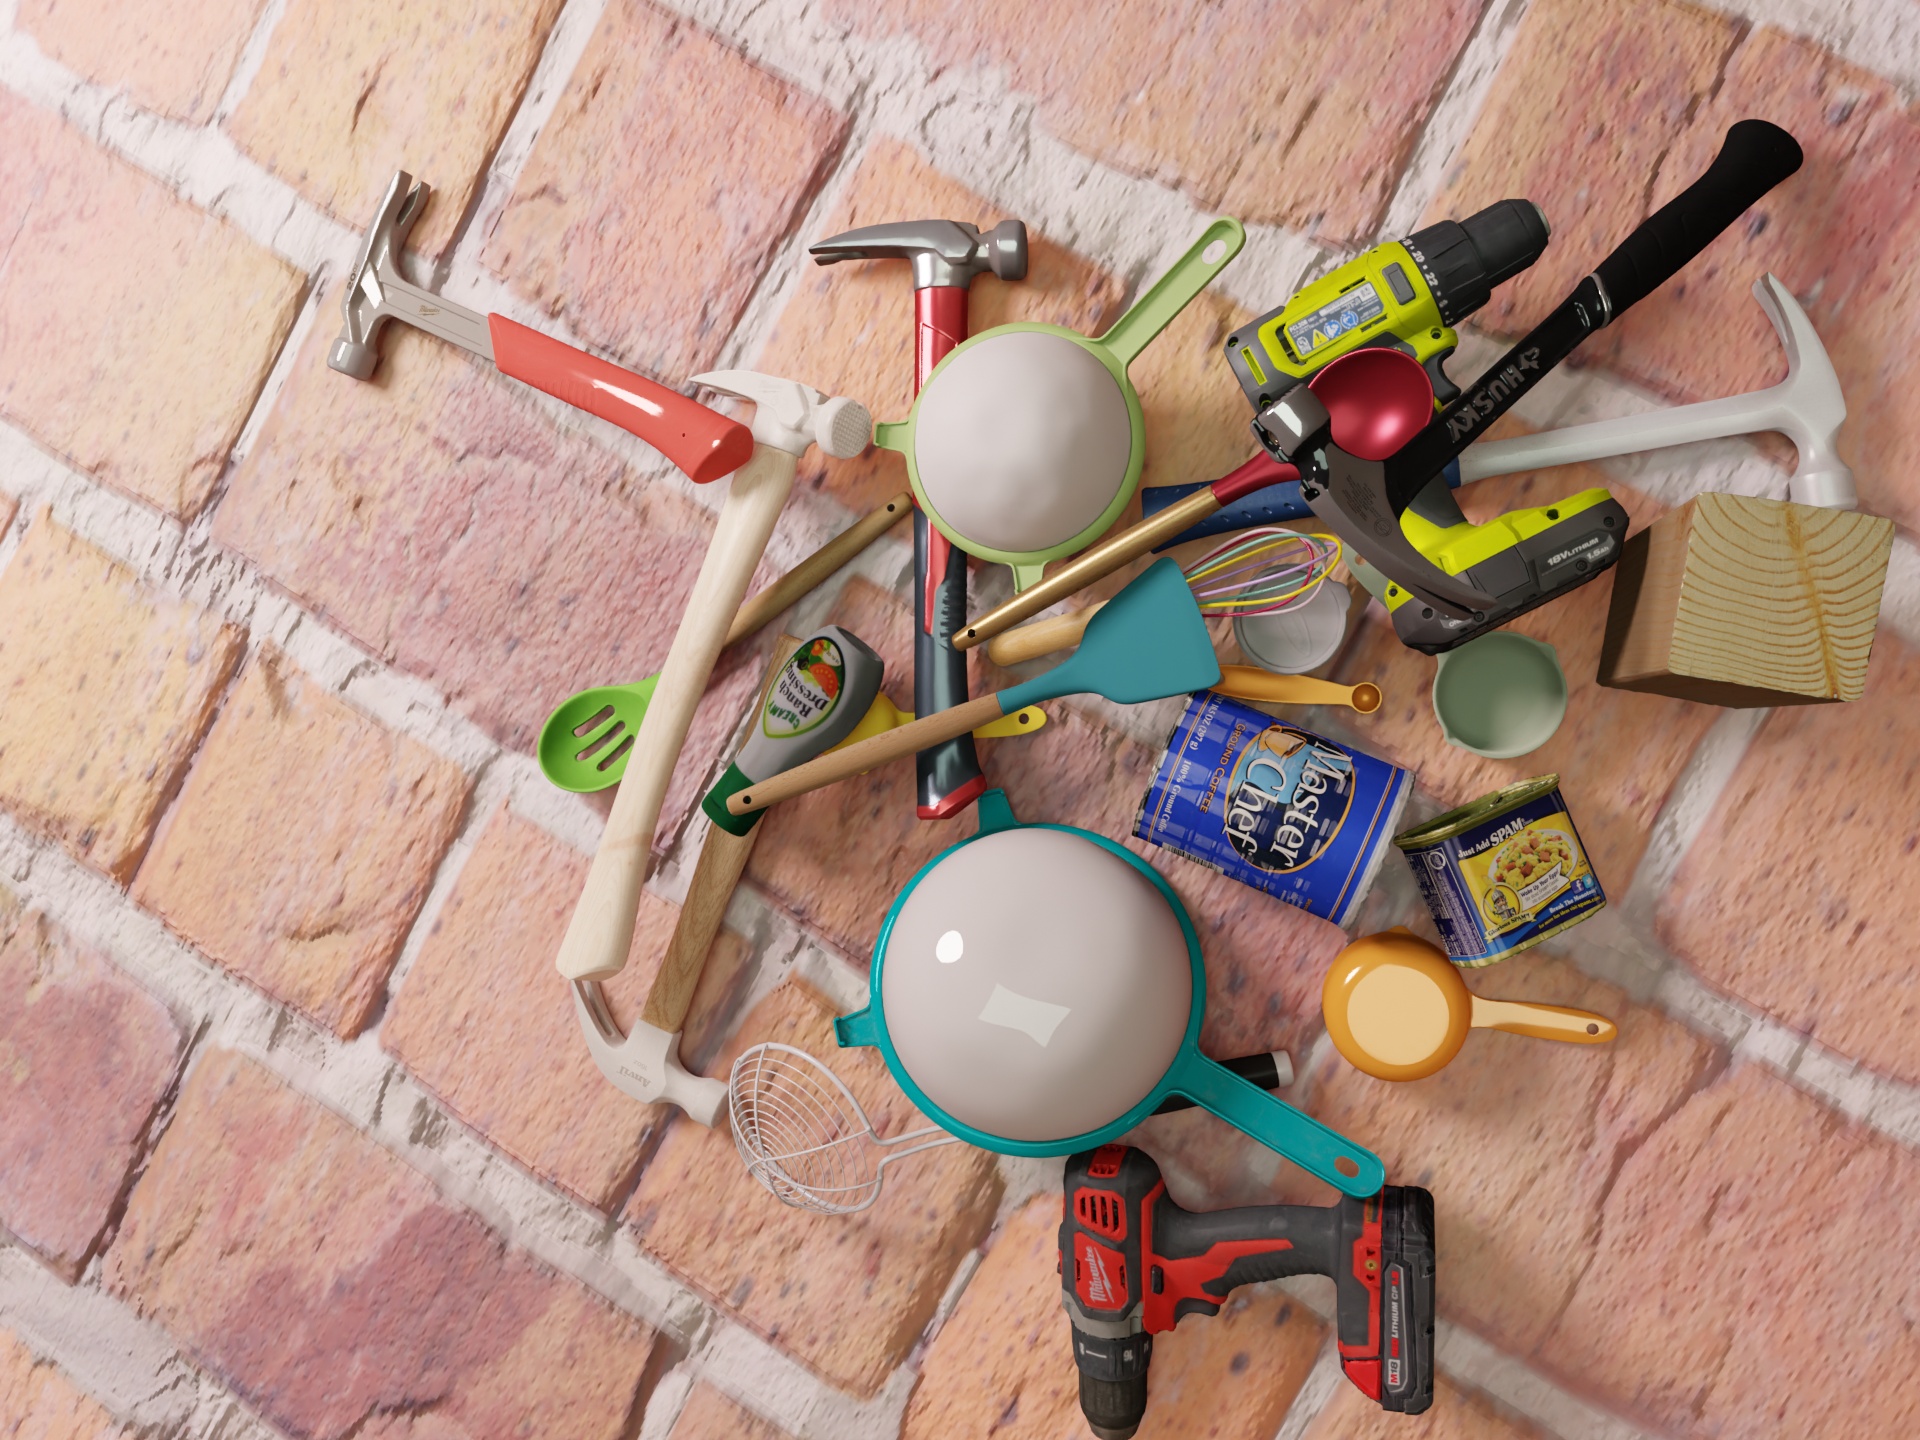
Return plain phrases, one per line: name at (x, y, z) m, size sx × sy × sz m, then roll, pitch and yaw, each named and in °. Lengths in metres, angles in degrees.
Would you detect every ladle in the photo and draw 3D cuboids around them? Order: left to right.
ladle at (0.126, -0.116, 0.919) m, size 0.315 × 0.031 × 0.069 m, roll -28°, pitch 81°, yaw 22°

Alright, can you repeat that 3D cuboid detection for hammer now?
hammer at (-0.281, -0.251, 1.067) m, size 0.359 × 0.036 × 0.149 m, roll 26°, pitch 96°, yaw 25°
hammer at (-0.186, -0.028, 1.040) m, size 0.146 × 0.038 × 0.410 m, roll 22°, pitch 92°, yaw 37°
hammer at (-0.166, 0.100, 1.076) m, size 0.130 × 0.031 × 0.331 m, roll 22°, pitch 94°, yaw 12°
hammer at (-0.028, -0.129, 1.027) m, size 0.143 × 0.038 × 0.386 m, roll 0°, pitch 86°, yaw 9°
hammer at (0.312, -0.163, 0.965) m, size 0.405 × 0.035 × 0.144 m, roll -9°, pitch 88°, yaw 13°
hammer at (0.336, -0.213, 0.859) m, size 0.409 × 0.036 × 0.149 m, roll -40°, pitch 91°, yaw -21°

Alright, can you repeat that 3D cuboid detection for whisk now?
whisk at (0.117, -0.069, 0.968) m, size 0.245 × 0.051 × 0.047 m, roll -15°, pitch 67°, yaw 35°

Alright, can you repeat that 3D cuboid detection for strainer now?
strainer at (0.069, -0.206, 0.943) m, size 0.256 × 0.069 × 0.151 m, roll -44°, pitch 79°, yaw 11°
strainer at (0.097, 0.180, 0.940) m, size 0.340 × 0.095 × 0.211 m, roll 29°, pitch 74°, yaw 17°

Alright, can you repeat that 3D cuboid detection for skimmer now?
skimmer at (0.027, 0.241, 1.027) m, size 0.363 × 0.090 × 0.127 m, roll -11°, pitch 110°, yaw 2°

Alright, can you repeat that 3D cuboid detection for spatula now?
spatula at (-0.002, -0.003, 0.972) m, size 0.317 × 0.044 × 0.082 m, roll -21°, pitch 84°, yaw 8°

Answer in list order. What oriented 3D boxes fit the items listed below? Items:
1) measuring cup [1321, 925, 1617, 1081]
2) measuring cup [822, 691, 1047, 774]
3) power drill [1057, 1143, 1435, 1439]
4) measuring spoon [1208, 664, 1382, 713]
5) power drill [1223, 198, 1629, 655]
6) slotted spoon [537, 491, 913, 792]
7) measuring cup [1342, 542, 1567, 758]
measuring cup at (0.304, 0.178, 0.954) m, size 0.173 × 0.052 × 0.095 m, roll 5°, pitch 91°, yaw 15°
measuring cup at (-0.022, 0.002, 1.043) m, size 0.156 × 0.029 × 0.062 m, roll -4°, pitch 89°, yaw 14°
power drill at (0.171, 0.360, 0.970) m, size 0.227 × 0.080 × 0.188 m, roll 1°, pitch 100°, yaw 16°
measuring spoon at (0.206, -0.021, 1.003) m, size 0.117 × 0.011 × 0.021 m, roll 8°, pitch 92°, yaw 17°
power drill at (0.284, -0.171, 0.915) m, size 0.190 × 0.080 × 0.228 m, roll -28°, pitch 80°, yaw 13°
slotted spoon at (-0.157, -0.055, 1.078) m, size 0.314 × 0.031 × 0.070 m, roll -36°, pitch 80°, yaw 8°
measuring cup at (0.294, -0.048, 0.968) m, size 0.083 × 0.038 × 0.168 m, roll -45°, pitch 79°, yaw 9°
